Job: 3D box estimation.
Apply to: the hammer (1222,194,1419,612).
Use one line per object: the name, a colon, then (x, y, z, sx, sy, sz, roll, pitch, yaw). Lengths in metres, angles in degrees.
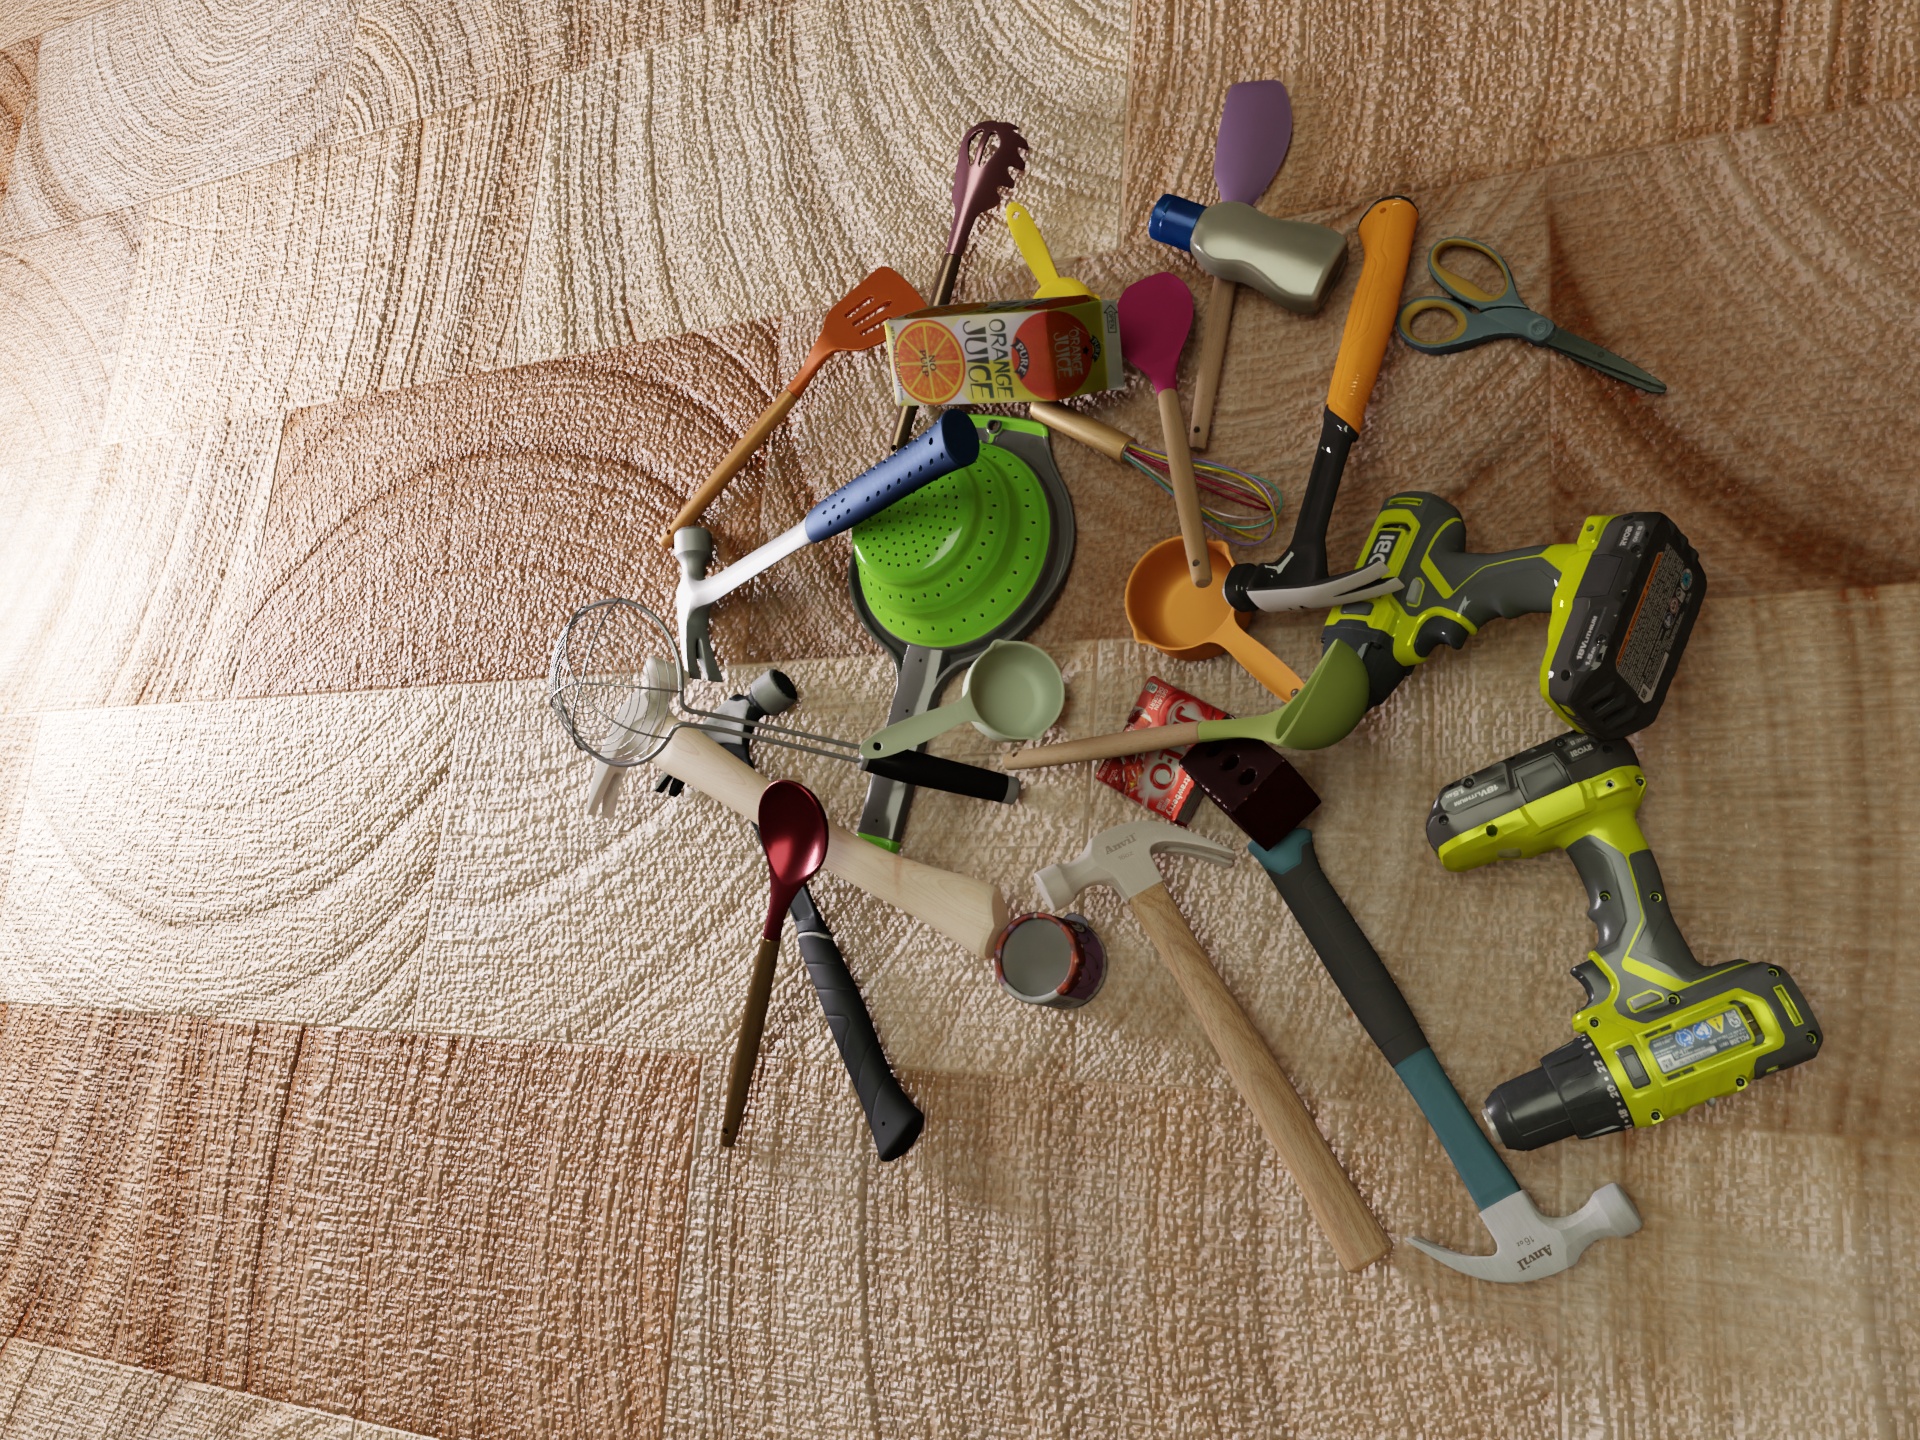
hammer: (0.280, -0.231, 1.119, 0.127, 0.034, 0.337, -3, 62, 46)

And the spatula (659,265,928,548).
spatula: (-0.159, -0.271, 1.420, 0.322, 0.041, 0.081, -46, 62, 15)

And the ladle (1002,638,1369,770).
ladle: (0.142, 0.002, 1.109, 0.320, 0.062, 0.078, -11, 34, 44)

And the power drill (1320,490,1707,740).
power drill: (0.338, -0.062, 1.018, 0.223, 0.080, 0.171, 10, 71, 53)

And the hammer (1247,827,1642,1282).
hammer: (0.289, 0.207, 1.039, 0.128, 0.033, 0.331, -36, 62, 15)

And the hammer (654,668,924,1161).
hammer: (-0.129, 0.160, 1.278, 0.149, 0.036, 0.409, -35, 63, 17)

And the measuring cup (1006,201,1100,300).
measuring cup: (0.065, -0.377, 1.319, 0.062, 0.029, 0.157, -31, 66, 18)

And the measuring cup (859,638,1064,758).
measuring cup: (-0.002, -0.004, 1.206, 0.167, 0.038, 0.083, -22, 86, -15)

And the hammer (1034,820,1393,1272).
hammer: (0.187, 0.212, 1.075, 0.130, 0.031, 0.331, -27, 69, -10)

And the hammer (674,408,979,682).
hammer: (-0.122, -0.145, 1.267, 0.405, 0.035, 0.144, -21, 67, 49)

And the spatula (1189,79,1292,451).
spatula: (0.212, -0.360, 1.243, 0.060, 0.018, 0.316, 7, 79, 26)

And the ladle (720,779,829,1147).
ladle: (-0.151, 0.192, 1.234, 0.069, 0.031, 0.315, 22, 107, 30)

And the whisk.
whisk: (0.147, -0.202, 1.220, 0.245, 0.047, 0.051, 34, 88, 33)

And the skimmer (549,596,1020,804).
skimmer: (-0.133, 0.003, 1.215, 0.363, 0.090, 0.127, 14, 106, -12)

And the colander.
colander: (-0.040, -0.071, 1.257, 0.205, 0.094, 0.397, 11, 82, 30)

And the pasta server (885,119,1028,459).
pasta server: (-0.012, -0.368, 1.361, 0.060, 0.040, 0.316, 16, 90, 18)

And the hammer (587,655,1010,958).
hammer: (-0.135, 0.089, 1.258, 0.411, 0.038, 0.146, 27, 94, 31)

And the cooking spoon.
cooking spoon: (0.159, -0.226, 1.194, 0.069, 0.017, 0.319, -19, 52, 20)

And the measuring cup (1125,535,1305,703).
measuring cup: (0.197, -0.060, 1.152, 0.095, 0.052, 0.174, -49, 62, 9)

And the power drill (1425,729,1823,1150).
power drill: (0.378, 0.137, 0.974, 0.190, 0.080, 0.229, -25, 66, 11)
